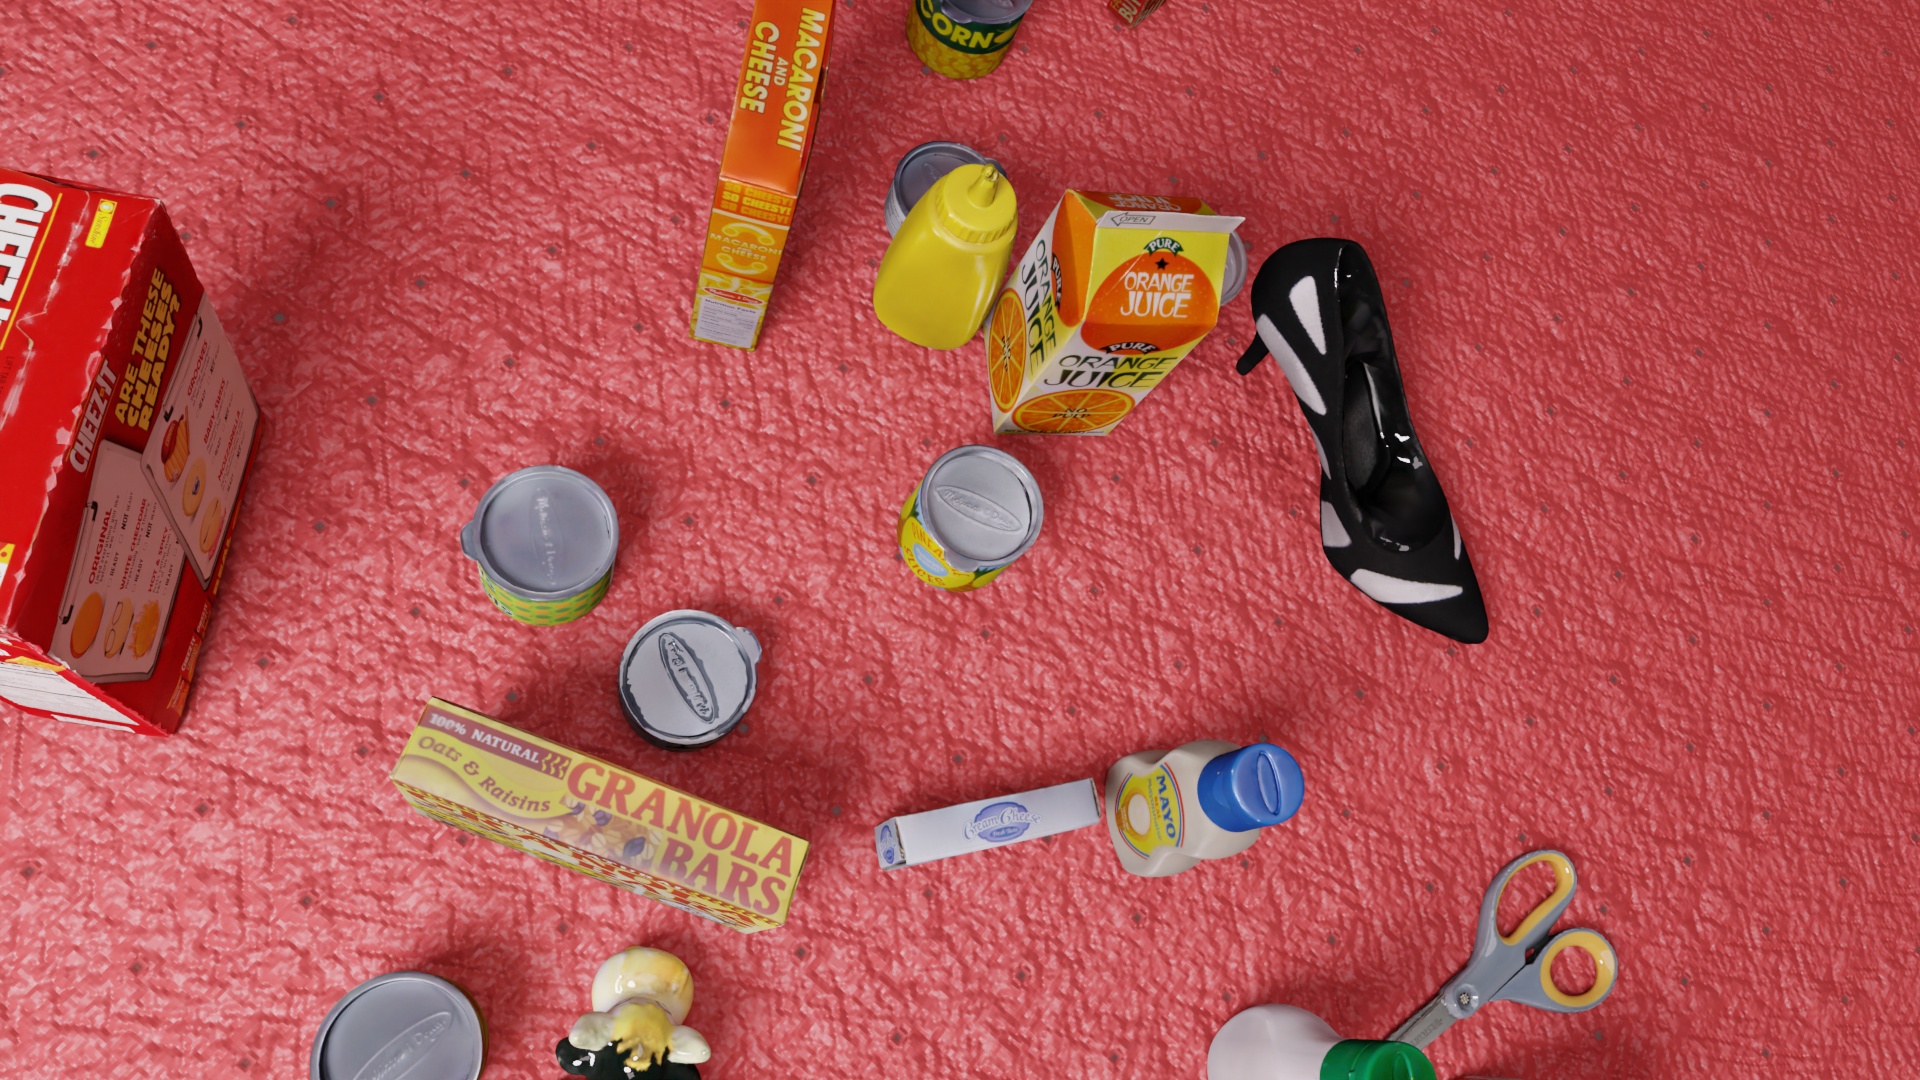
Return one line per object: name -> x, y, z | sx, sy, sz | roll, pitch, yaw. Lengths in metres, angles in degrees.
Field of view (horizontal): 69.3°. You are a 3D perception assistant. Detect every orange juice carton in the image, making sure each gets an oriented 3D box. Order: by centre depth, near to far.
orange juice carton -> 0.074, -0.121, 0.719 | 0.072, 0.192, 0.073 | 0, 73, -16

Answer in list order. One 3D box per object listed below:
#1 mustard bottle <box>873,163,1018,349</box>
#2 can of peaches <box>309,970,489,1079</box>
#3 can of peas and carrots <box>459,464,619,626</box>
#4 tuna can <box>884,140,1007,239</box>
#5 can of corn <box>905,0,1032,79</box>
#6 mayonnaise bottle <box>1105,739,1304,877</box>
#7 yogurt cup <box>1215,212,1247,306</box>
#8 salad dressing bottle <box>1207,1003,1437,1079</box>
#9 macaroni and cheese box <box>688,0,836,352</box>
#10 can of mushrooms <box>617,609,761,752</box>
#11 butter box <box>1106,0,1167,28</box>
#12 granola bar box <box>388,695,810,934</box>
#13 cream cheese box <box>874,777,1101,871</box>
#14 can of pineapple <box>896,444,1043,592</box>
mustard bottle -> -0.002, -0.154, 0.726 | 0.065, 0.159, 0.049 | 23, 68, -8
can of peaches -> -0.235, 0.220, 0.592 | 0.071, 0.058, 0.071 | 5, 72, -15
can of peas and carrots -> -0.202, 0.005, 0.671 | 0.071, 0.058, 0.071 | 5, 72, -15
tuna can -> -0.008, -0.196, 0.807 | 0.071, 0.032, 0.071 | 5, 71, -15
can of corn -> 0.004, -0.320, 0.837 | 0.071, 0.058, 0.071 | 5, 72, -15
mayonnaise bottle -> 0.115, 0.127, 0.674 | 0.041, 0.147, 0.065 | -4, 74, -17
yogurt cup -> 0.128, -0.157, 0.822 | 0.072, 0.053, 0.072 | 5, 72, -15
salad dressing bottle -> 0.166, 0.251, 0.649 | 0.044, 0.147, 0.064 | 7, 71, -14
macaroni and cheese box -> -0.101, -0.188, 0.705 | 0.040, 0.166, 0.124 | 12, 70, -12
can of mushrooms -> -0.133, 0.069, 0.684 | 0.071, 0.033, 0.071 | 5, 71, -15
butter box -> 0.142, -0.378, 0.899 | 0.024, 0.053, 0.104 | 46, 67, 2
granola bar box -> -0.156, 0.125, 0.610 | 0.165, 0.123, 0.039 | 23, 68, -8
cream cheese box -> 0.012, 0.142, 0.691 | 0.104, 0.053, 0.024 | -8, 75, -18
can of pineapple -> 0.003, -0.009, 0.735 | 0.071, 0.057, 0.071 | 5, 72, -15
